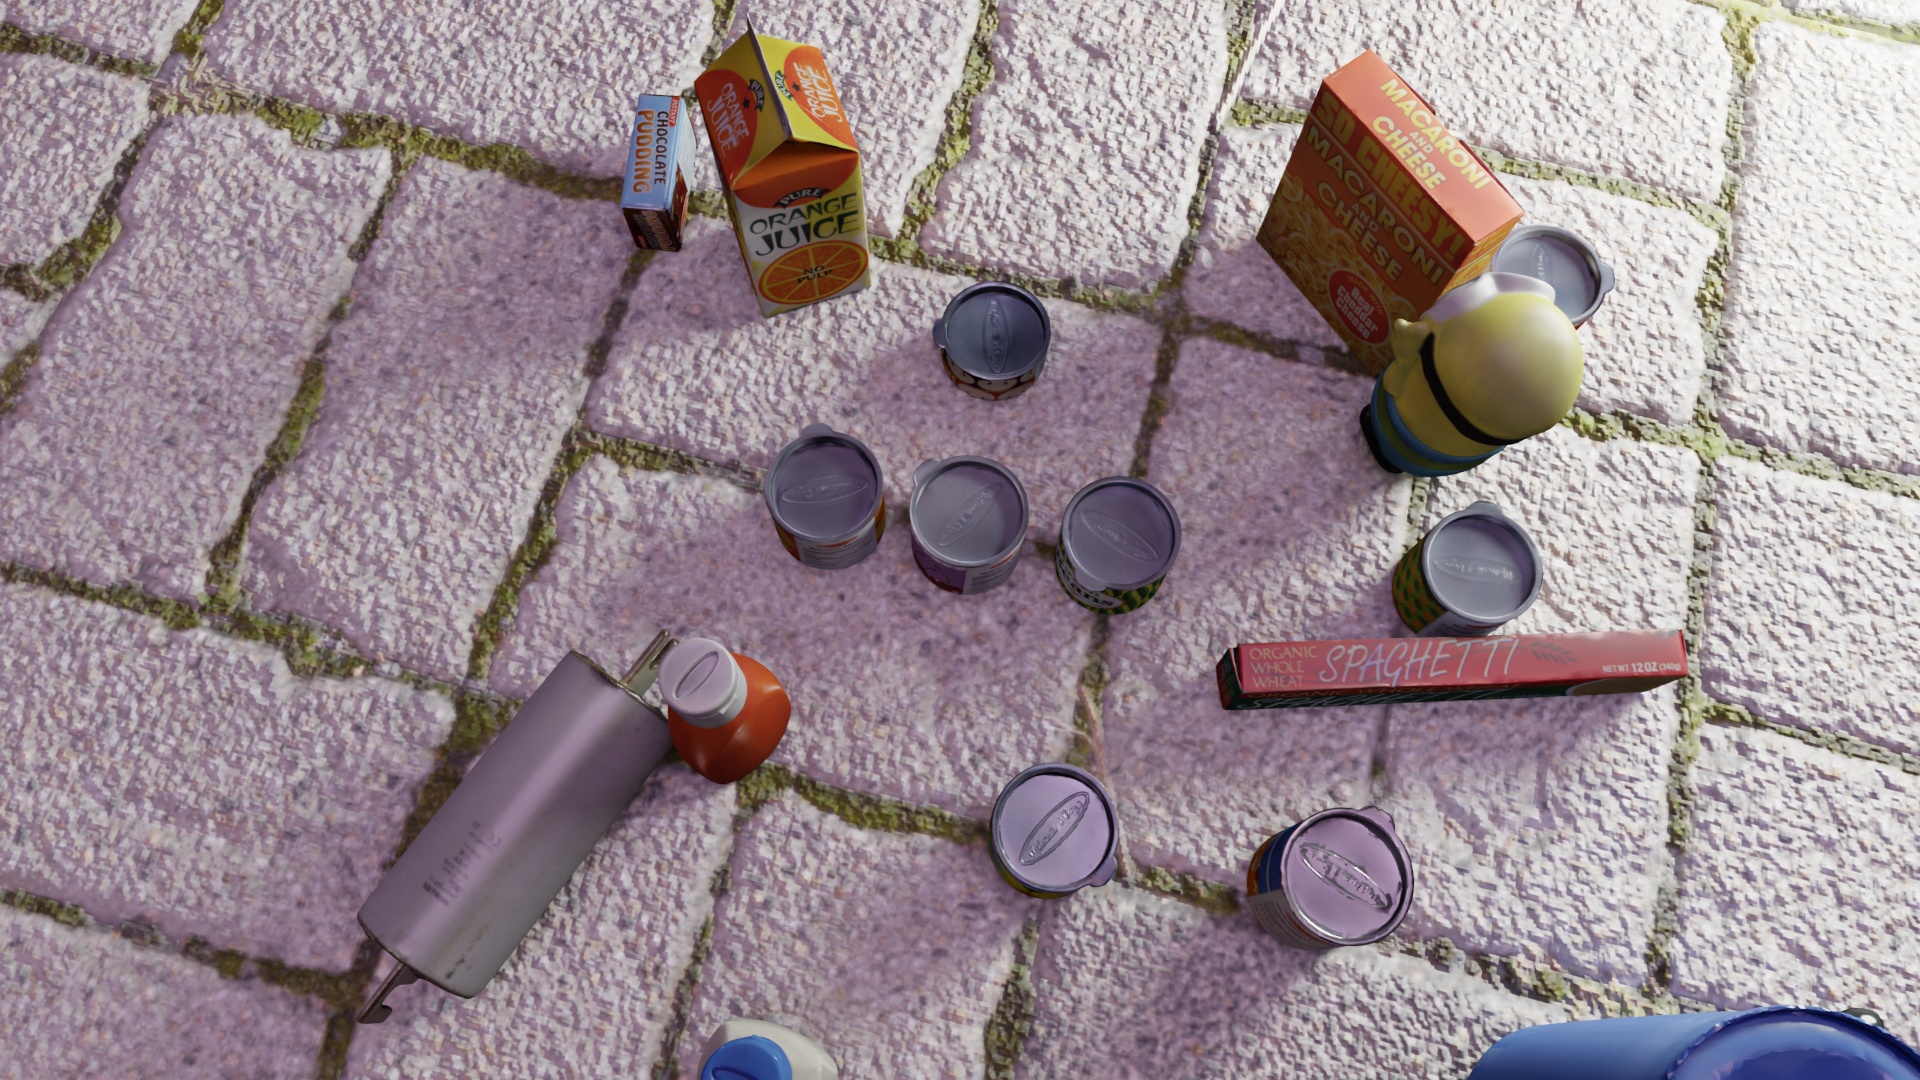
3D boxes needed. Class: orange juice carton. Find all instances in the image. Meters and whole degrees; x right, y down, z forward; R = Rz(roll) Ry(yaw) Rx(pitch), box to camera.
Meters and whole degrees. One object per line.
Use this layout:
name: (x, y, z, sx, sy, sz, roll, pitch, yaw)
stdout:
orange juice carton: (-0.098, -0.208, 0.784, 0.073, 0.192, 0.072, -18, 73, -7)

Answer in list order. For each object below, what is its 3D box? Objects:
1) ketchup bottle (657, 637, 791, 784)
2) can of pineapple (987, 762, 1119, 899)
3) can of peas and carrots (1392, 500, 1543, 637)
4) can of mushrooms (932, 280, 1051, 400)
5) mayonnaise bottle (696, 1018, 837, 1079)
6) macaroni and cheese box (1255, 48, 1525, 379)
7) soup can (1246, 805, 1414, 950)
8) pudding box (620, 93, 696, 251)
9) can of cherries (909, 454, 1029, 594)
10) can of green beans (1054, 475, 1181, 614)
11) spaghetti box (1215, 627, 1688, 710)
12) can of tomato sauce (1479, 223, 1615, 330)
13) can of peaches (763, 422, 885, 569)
ketchup bottle: (-0.122, 0.085, 0.709, 0.043, 0.148, 0.065, 39, 75, 11)
can of pineapple: (0.049, 0.157, 0.736, 0.071, 0.057, 0.071, 0, 72, -1)
can of peas and carrots: (0.285, 0.020, 0.786, 0.071, 0.058, 0.071, 0, 72, -1)
can of mushrooms: (0.018, -0.121, 0.841, 0.071, 0.033, 0.071, 0, 72, -1)
mayonnaise bottle: (-0.094, 0.252, 0.654, 0.065, 0.147, 0.041, 23, 73, 6)
macaroni and cheese box: (0.238, -0.181, 0.796, 0.040, 0.166, 0.124, -34, 76, -11)
soup can: (0.190, 0.175, 0.719, 0.071, 0.083, 0.071, 0, 72, -1)
pudding box: (-0.187, -0.229, 0.865, 0.030, 0.049, 0.084, 4, 72, 0)
can of cherries: (0.003, -0.010, 0.790, 0.071, 0.058, 0.071, 0, 72, -1)
can of green beans: (0.088, 0.004, 0.788, 0.071, 0.057, 0.071, 0, 72, -1)
spaghetti box: (0.270, 0.072, 0.773, 0.250, 0.050, 0.029, -2, 72, -2)
can of tomato sauce: (0.335, -0.139, 0.827, 0.071, 0.083, 0.071, 0, 72, -1)
can of peaches: (-0.076, -0.024, 0.794, 0.071, 0.058, 0.071, 0, 72, -1)
